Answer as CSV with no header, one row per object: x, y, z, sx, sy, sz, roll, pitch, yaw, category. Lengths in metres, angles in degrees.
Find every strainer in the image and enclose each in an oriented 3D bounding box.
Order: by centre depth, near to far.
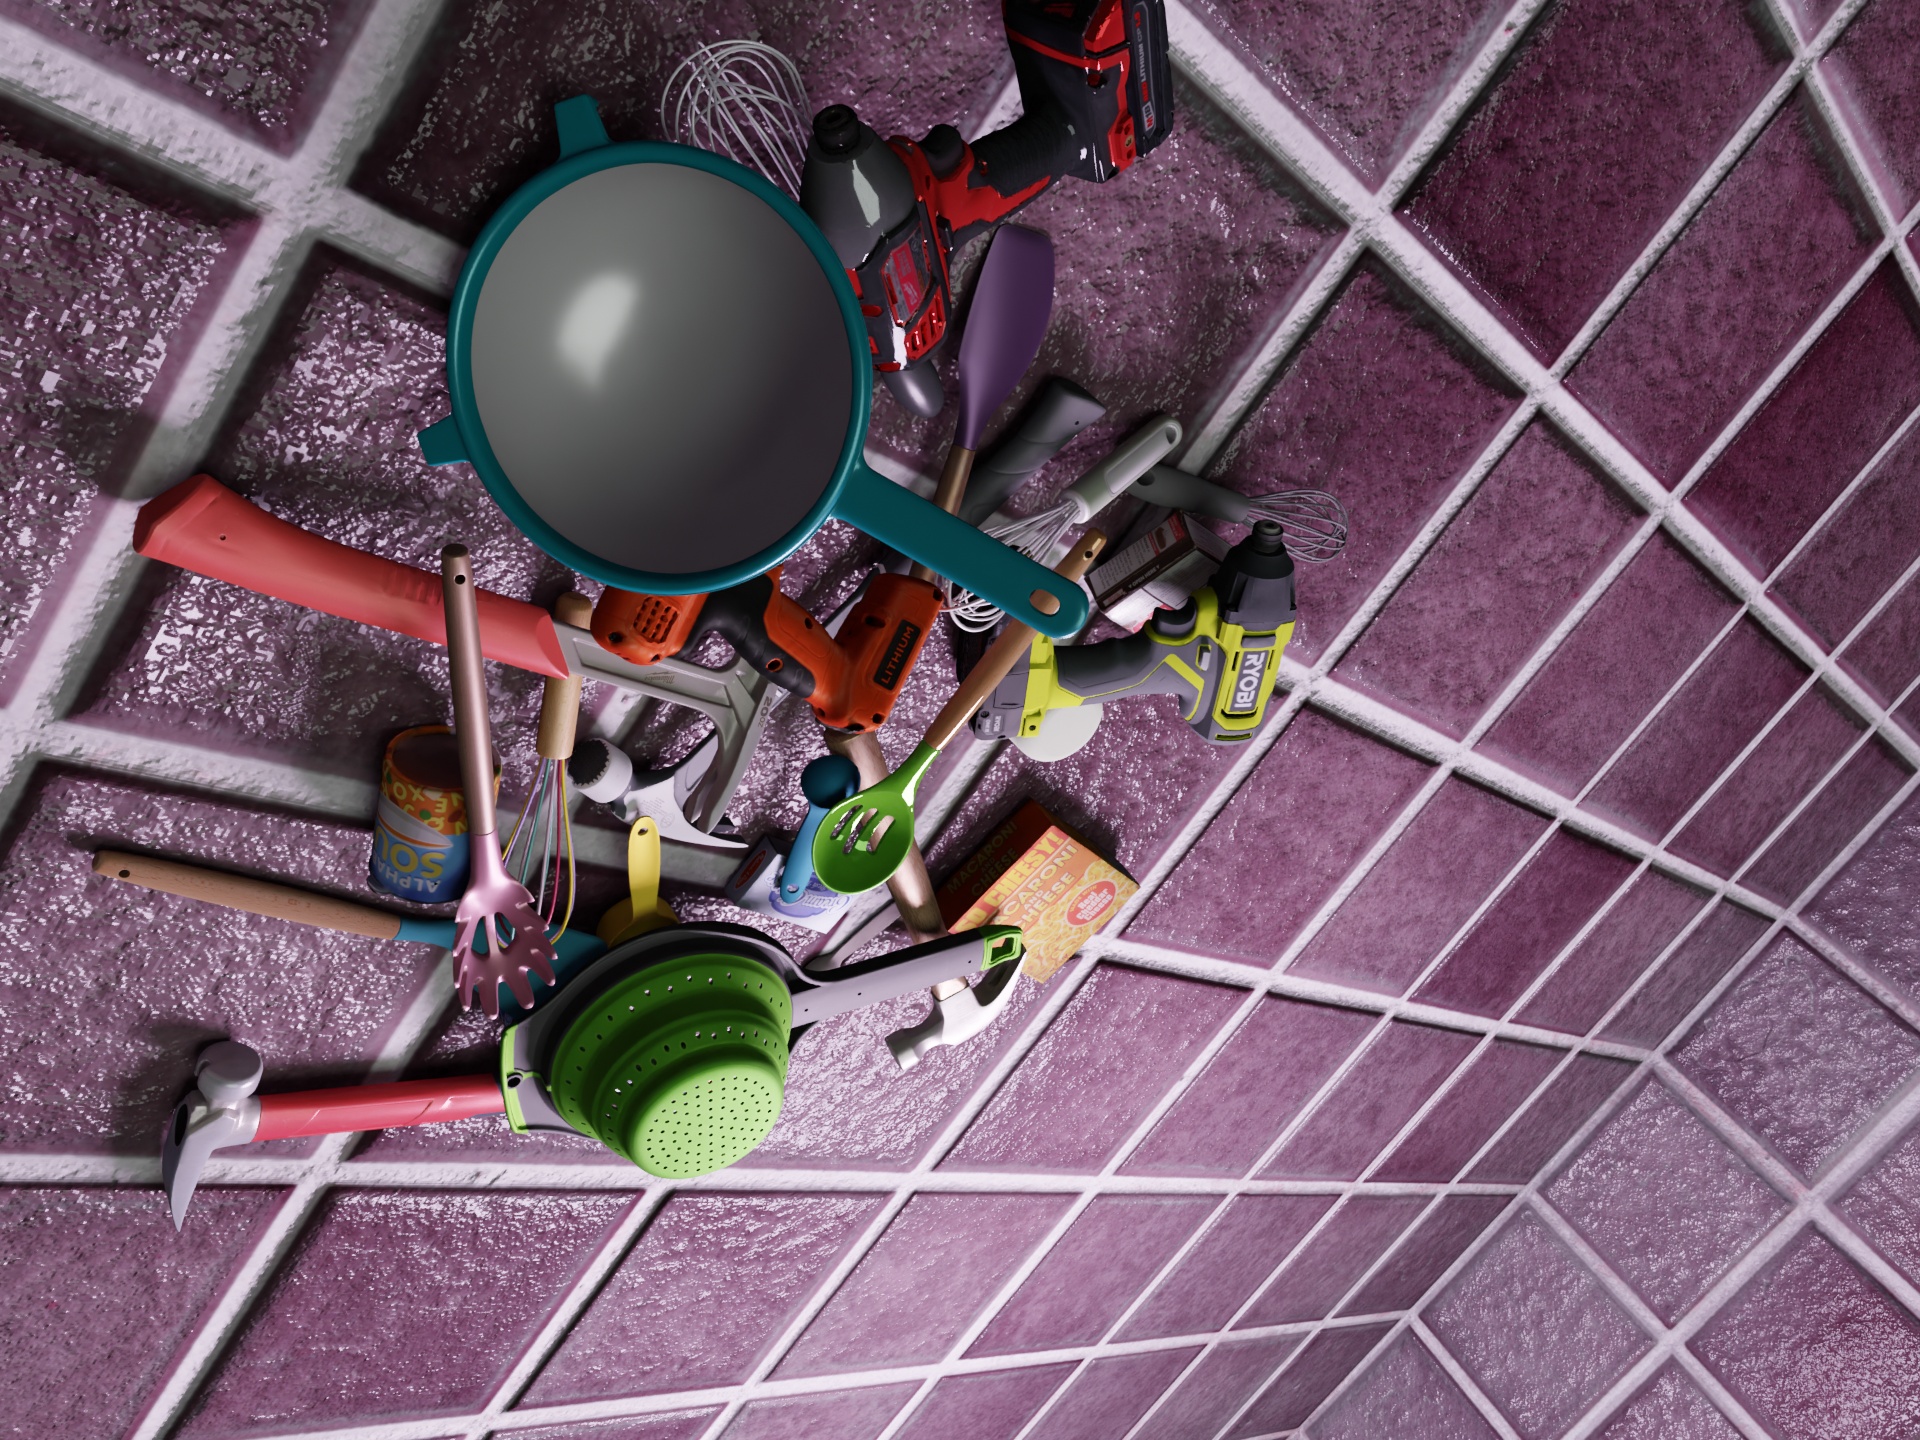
-0.083,-0.142,0.791,0.211,0.340,0.095,-60,180,19,strainer

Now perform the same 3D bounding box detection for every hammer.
-0.257,-0.043,0.863,0.358,0.037,0.149,18,97,-40,hammer
-0.062,-0.071,1.032,0.409,0.036,0.149,-43,142,2,hammer
-0.348,0.276,1.122,0.386,0.038,0.143,5,124,-41,hammer
-0.035,0.126,1.193,0.130,0.031,0.331,-28,129,-12,hammer

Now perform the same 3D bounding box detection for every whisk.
-0.068,-0.248,0.849,0.070,0.070,0.284,-41,146,0,whisk
-0.252,0.038,0.958,0.051,0.047,0.245,-41,148,-64,whisk
0.069,-0.134,1.025,0.246,0.059,0.057,-41,118,-32,whisk
0.202,-0.158,1.158,0.238,0.055,0.055,8,121,-38,whisk

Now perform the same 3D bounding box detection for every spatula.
-0.363,0.126,0.966,0.317,0.044,0.082,25,106,-47,spatula
-0.004,-0.144,0.980,0.059,0.018,0.316,7,109,-39,spatula

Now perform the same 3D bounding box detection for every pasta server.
-0.261,0.043,0.870,0.060,0.040,0.316,-14,134,-26,pasta server

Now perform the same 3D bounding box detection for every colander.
-0.114,0.227,1.122,0.397,0.095,0.204,-13,129,-25,colander

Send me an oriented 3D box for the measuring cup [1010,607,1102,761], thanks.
0.074,-0.036,1.169,0.083,0.038,0.167,-21,139,-23,measuring cup

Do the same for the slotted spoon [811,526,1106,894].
-0.002,-0.003,1.043,0.070,0.031,0.313,25,117,-27,slotted spoon

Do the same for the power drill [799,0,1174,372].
0.008,-0.292,0.801,0.220,0.079,0.143,-46,150,-16,power drill

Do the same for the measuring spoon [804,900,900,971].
-0.075,0.176,1.263,0.124,0.018,0.034,-40,141,-3,measuring spoon

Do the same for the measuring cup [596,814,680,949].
-0.218,0.110,1.070,0.062,0.029,0.156,-16,140,-26,measuring cup

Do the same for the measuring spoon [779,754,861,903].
-0.102,0.082,1.108,0.042,0.021,0.128,12,118,-17,measuring spoon

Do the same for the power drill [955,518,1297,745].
0.117,-0.060,1.095,0.223,0.080,0.171,-3,129,-12,power drill
